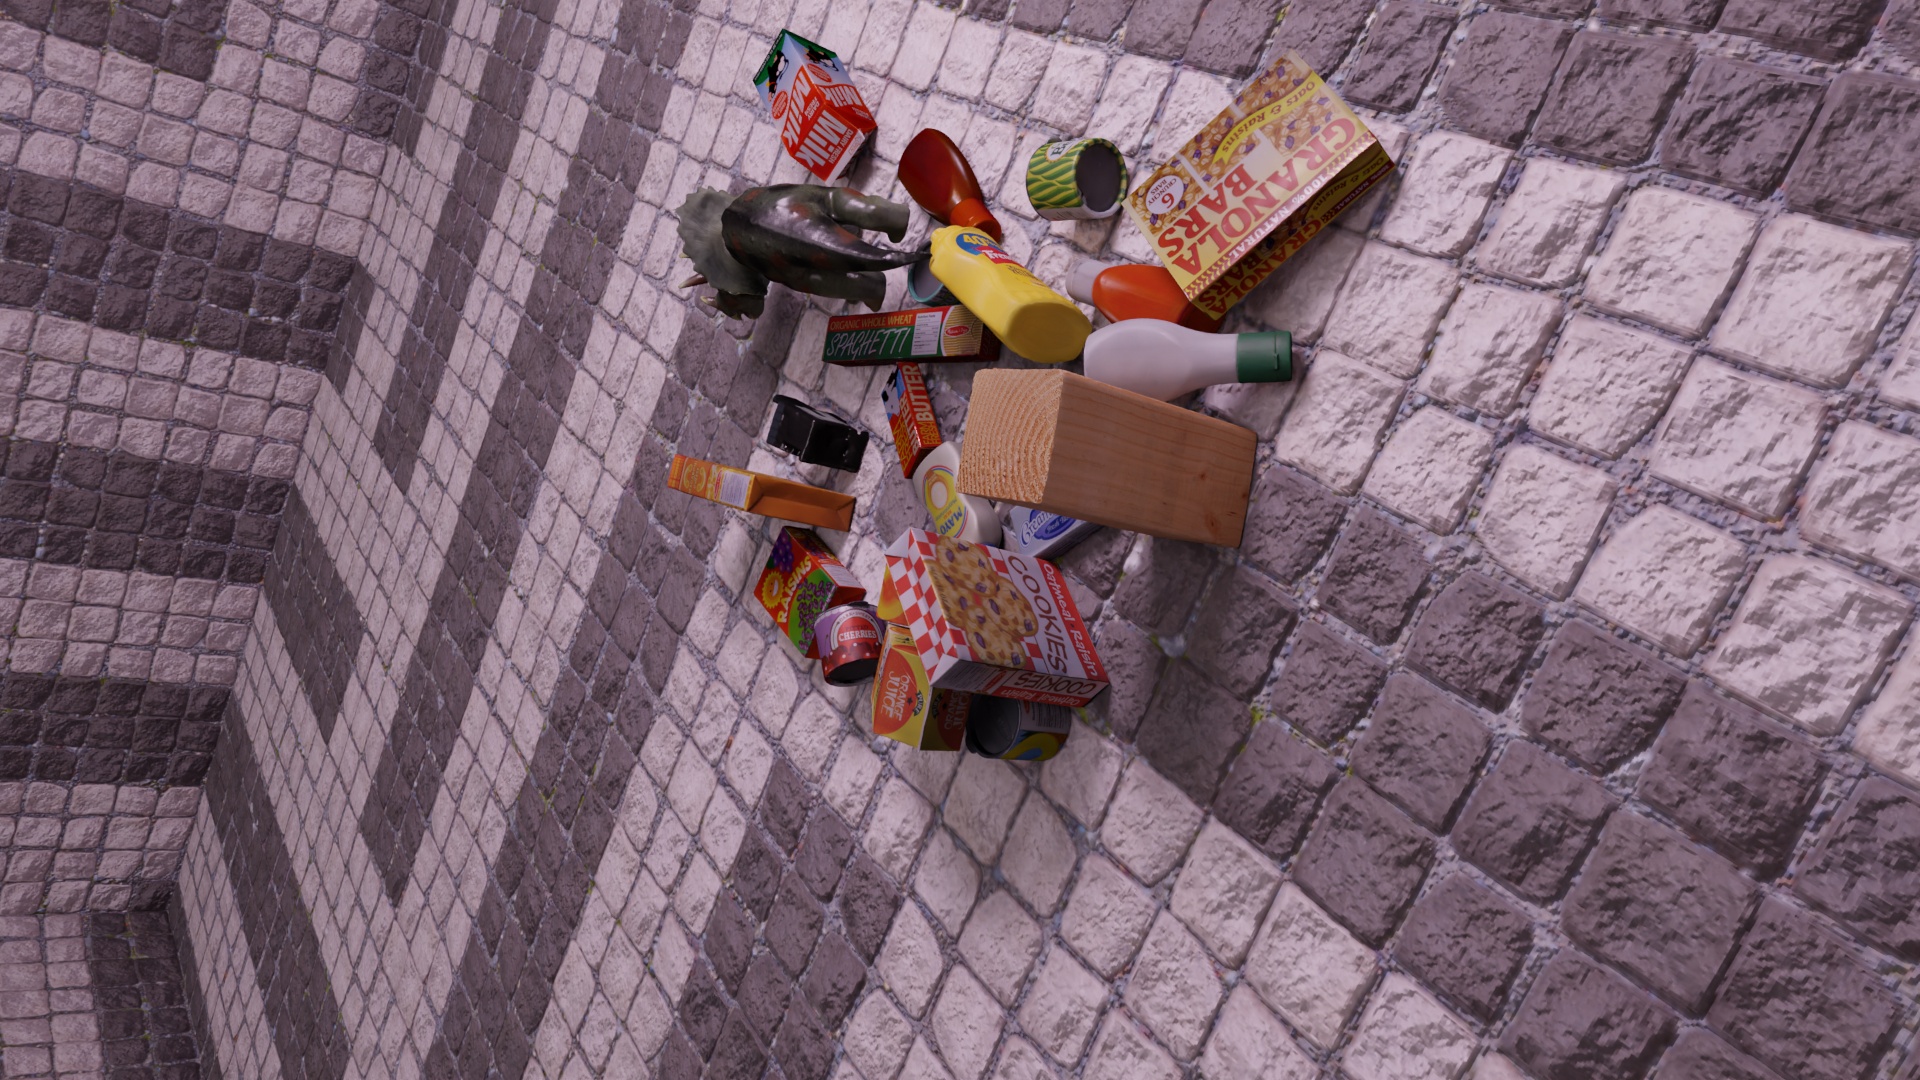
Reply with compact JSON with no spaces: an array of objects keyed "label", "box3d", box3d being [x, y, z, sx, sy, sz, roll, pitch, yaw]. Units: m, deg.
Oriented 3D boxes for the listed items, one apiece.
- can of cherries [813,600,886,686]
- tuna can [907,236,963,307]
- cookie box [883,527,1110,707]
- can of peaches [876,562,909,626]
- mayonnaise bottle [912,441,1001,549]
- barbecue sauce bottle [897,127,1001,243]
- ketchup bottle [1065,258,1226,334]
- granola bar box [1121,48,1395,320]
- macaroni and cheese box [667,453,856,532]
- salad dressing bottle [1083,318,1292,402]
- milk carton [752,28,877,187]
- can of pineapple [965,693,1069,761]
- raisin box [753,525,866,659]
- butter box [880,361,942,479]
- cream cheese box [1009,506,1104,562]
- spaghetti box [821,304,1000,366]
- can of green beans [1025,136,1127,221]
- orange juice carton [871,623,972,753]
[{"label":"can of cherries","box3d":[-0.101,0.098,1.303,0.071,0.071,0.058,-37,55,39]},{"label":"tuna can","box3d":[-0.018,-0.251,1.317,0.071,0.033,0.071,-15,70,47]},{"label":"cookie box","box3d":[0.029,0.063,1.084,0.040,0.167,0.123,-44,51,31]},{"label":"can of peaches","box3d":[-0.040,0.047,1.247,0.071,0.071,0.058,13,92,50]},{"label":"mayonnaise bottle","box3d":[0.004,-0.015,1.229,0.064,0.041,0.149,-45,50,31]},{"label":"barbecue sauce bottle","box3d":[-0.009,-0.328,1.316,0.064,0.044,0.149,-54,46,27]},{"label":"ketchup bottle","box3d":[0.141,-0.192,1.105,0.065,0.043,0.149,-51,41,-4]},{"label":"granola bar box","box3d":[0.214,-0.259,1.015,0.165,0.039,0.125,-40,50,19]},{"label":"macaroni and cheese box","box3d":[-0.205,-0.048,1.417,0.166,0.124,0.040,15,92,50]},{"label":"salad dressing bottle","box3d":[0.166,-0.131,1.014,0.147,0.044,0.064,0,108,16]},{"label":"milk carton","box3d":[-0.152,-0.459,1.490,0.072,0.073,0.191,-49,48,30]},{"label":"can of pineapple","box3d":[0.045,0.146,1.130,0.071,0.058,0.071,-15,70,47]},{"label":"raisin box","box3d":[-0.153,0.051,1.400,0.124,0.040,0.086,43,115,44]},{"label":"butter box","box3d":[-0.046,-0.113,1.314,0.052,0.024,0.104,121,140,-50]},{"label":"cream cheese box","box3d":[0.086,-0.023,1.148,0.103,0.024,0.053,-35,56,39]},{"label":"spaghetti box","box3d":[-0.051,-0.197,1.346,0.250,0.029,0.050,6,86,50]},{"label":"can of green beans","box3d":[0.098,-0.303,1.167,0.058,0.071,0.071,11,90,49]},{"label":"orange juice carton","box3d":[-0.031,0.121,1.142,0.193,0.073,0.071,-136,59,-84]}]
